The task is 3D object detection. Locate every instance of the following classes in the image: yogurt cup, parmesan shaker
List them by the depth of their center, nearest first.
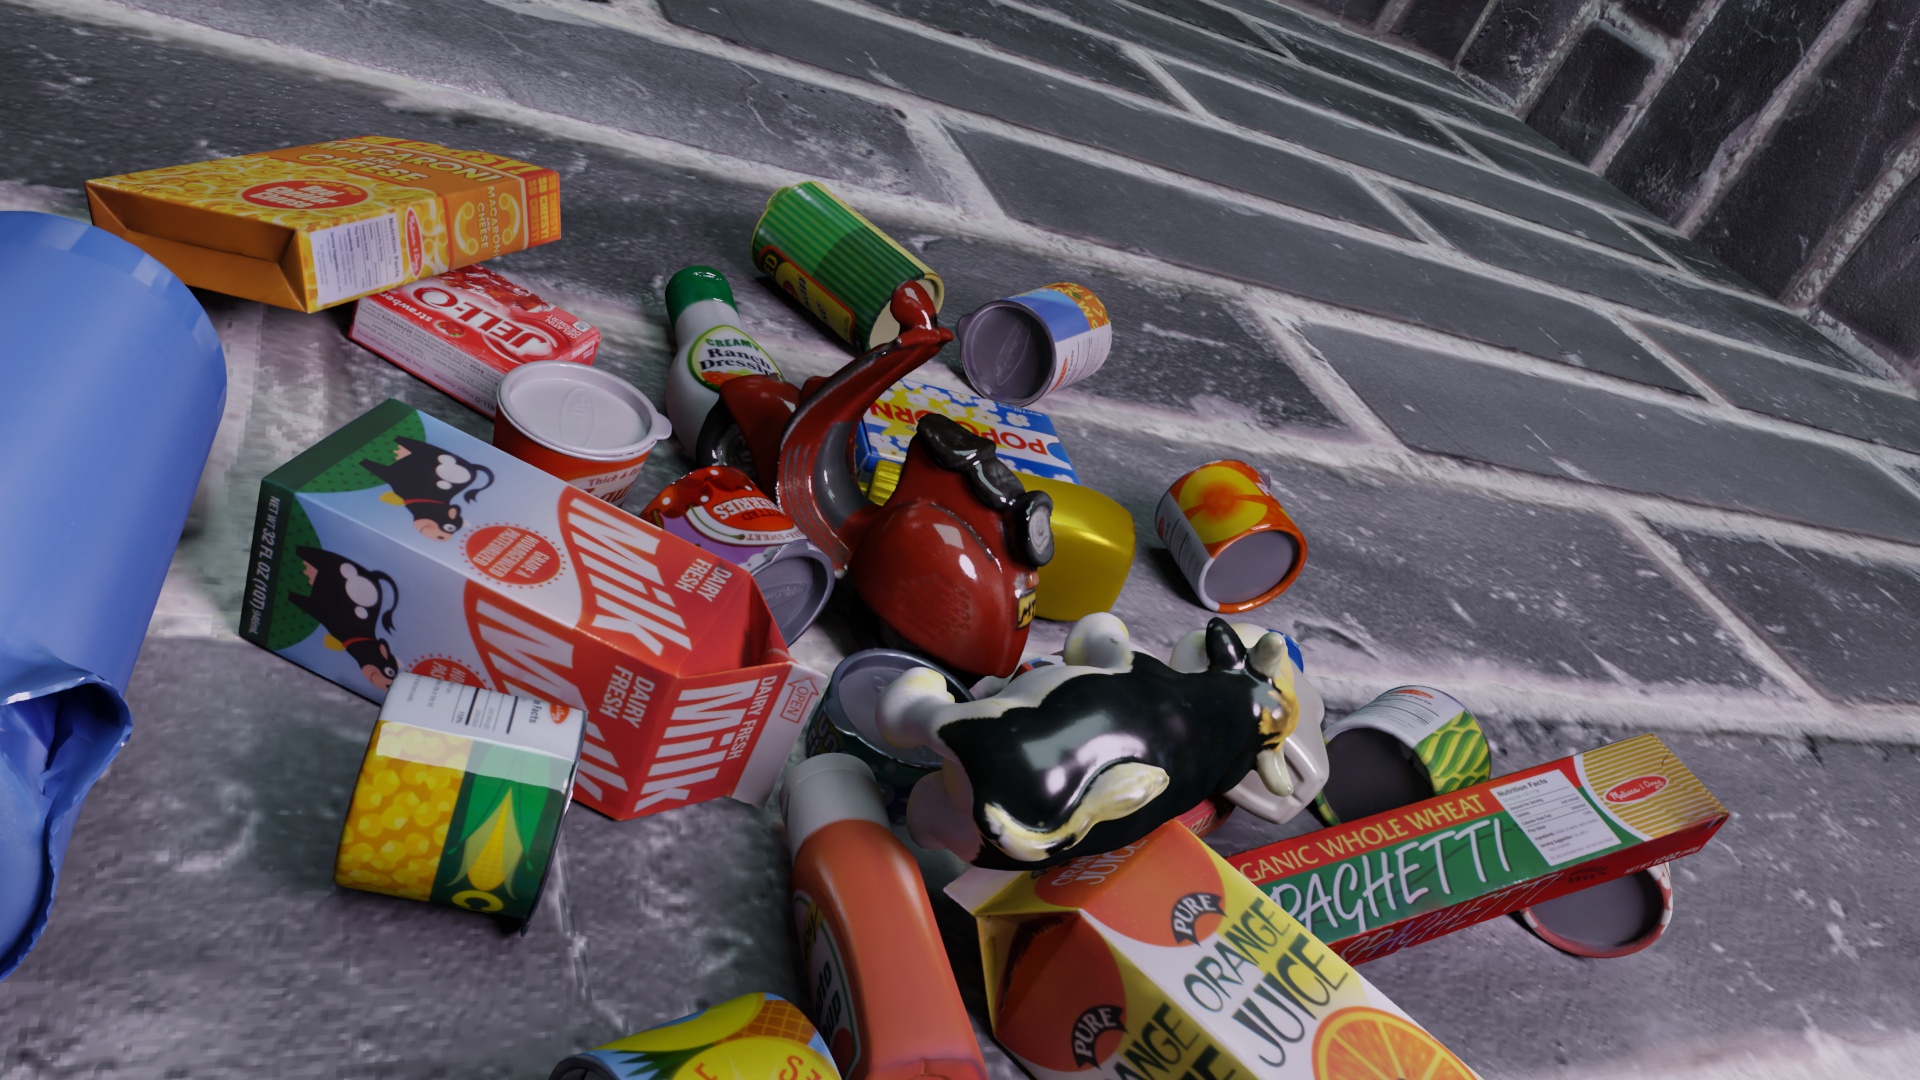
[{"bbox_3d":[-0.168,-0.037,0.593,0.072,0.053,0.073,19,32,-12],"label":"yogurt cup"},{"bbox_3d":[-0.069,-0.163,0.838,0.103,0.071,0.071,41,34,21],"label":"parmesan shaker"}]

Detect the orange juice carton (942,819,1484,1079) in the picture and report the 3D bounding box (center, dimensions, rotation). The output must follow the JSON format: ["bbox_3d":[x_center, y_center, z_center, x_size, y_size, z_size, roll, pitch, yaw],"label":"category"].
[{"bbox_3d":[0.083,0.166,0.463,0.193,0.072,0.072,39,33,21],"label":"orange juice carton"}]

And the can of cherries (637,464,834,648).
[{"bbox_3d":[-0.093,0.010,0.563,0.072,0.071,0.058,-14,49,-47],"label":"can of cherries"}]

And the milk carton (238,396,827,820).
[{"bbox_3d":[-0.144,0.031,0.493,0.190,0.072,0.074,27,31,0],"label":"milk carton"}]

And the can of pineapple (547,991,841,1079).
[{"bbox_3d":[-0.068,0.159,0.365,0.058,0.070,0.071,-6,44,-42],"label":"can of pineapple"}]

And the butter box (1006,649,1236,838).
[{"bbox_3d":[0.072,0.090,0.613,0.053,0.024,0.104,-12,48,-47],"label":"butter box"}]

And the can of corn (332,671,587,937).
[{"bbox_3d":[-0.152,0.080,0.425,0.058,0.070,0.071,16,33,-16],"label":"can of corn"}]

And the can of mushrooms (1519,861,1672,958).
[{"bbox_3d":[0.291,0.158,0.639,0.071,0.070,0.033,32,31,8],"label":"can of mushrooms"}]

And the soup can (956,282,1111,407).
[{"bbox_3d":[0.047,-0.126,0.873,0.071,0.071,0.084,36,32,16],"label":"soup can"}]

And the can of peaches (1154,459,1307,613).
[{"bbox_3d":[0.151,-0.003,0.766,0.071,0.071,0.058,8,37,-28],"label":"can of peaches"}]

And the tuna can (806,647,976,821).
[{"bbox_3d":[-0.028,0.077,0.550,0.071,0.032,0.071,19,32,-12],"label":"tuna can"}]

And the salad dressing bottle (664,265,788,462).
[{"bbox_3d":[-0.124,-0.090,0.715,0.064,0.043,0.148,7,36,-28],"label":"salad dressing bottle"}]

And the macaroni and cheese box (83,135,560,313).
[{"bbox_3d":[-0.291,-0.155,0.655,0.124,0.040,0.167,15,27,18],"label":"macaroni and cheese box"}]

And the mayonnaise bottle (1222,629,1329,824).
[{"bbox_3d":[0.137,0.077,0.638,0.065,0.041,0.148,40,18,5],"label":"mayonnaise bottle"}]

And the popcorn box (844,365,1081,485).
[{"bbox_3d":[-0.005,-0.044,0.741,0.127,0.038,0.085,11,33,-23],"label":"popcorn box"}]

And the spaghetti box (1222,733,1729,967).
[{"bbox_3d":[0.204,0.132,0.575,0.251,0.028,0.050,-11,44,-20],"label":"spaghetti box"}]

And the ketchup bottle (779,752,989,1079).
[{"bbox_3d":[-0.030,0.128,0.449,0.043,0.064,0.149,-3,30,-15],"label":"ketchup bottle"}]

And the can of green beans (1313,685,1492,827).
[{"bbox_3d":[0.204,0.107,0.647,0.071,0.071,0.058,43,36,25],"label":"can of green beans"}]

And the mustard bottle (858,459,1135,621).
[{"bbox_3d":[0.002,-0.008,0.672,0.160,0.065,0.049,16,38,-7],"label":"mustard bottle"}]
